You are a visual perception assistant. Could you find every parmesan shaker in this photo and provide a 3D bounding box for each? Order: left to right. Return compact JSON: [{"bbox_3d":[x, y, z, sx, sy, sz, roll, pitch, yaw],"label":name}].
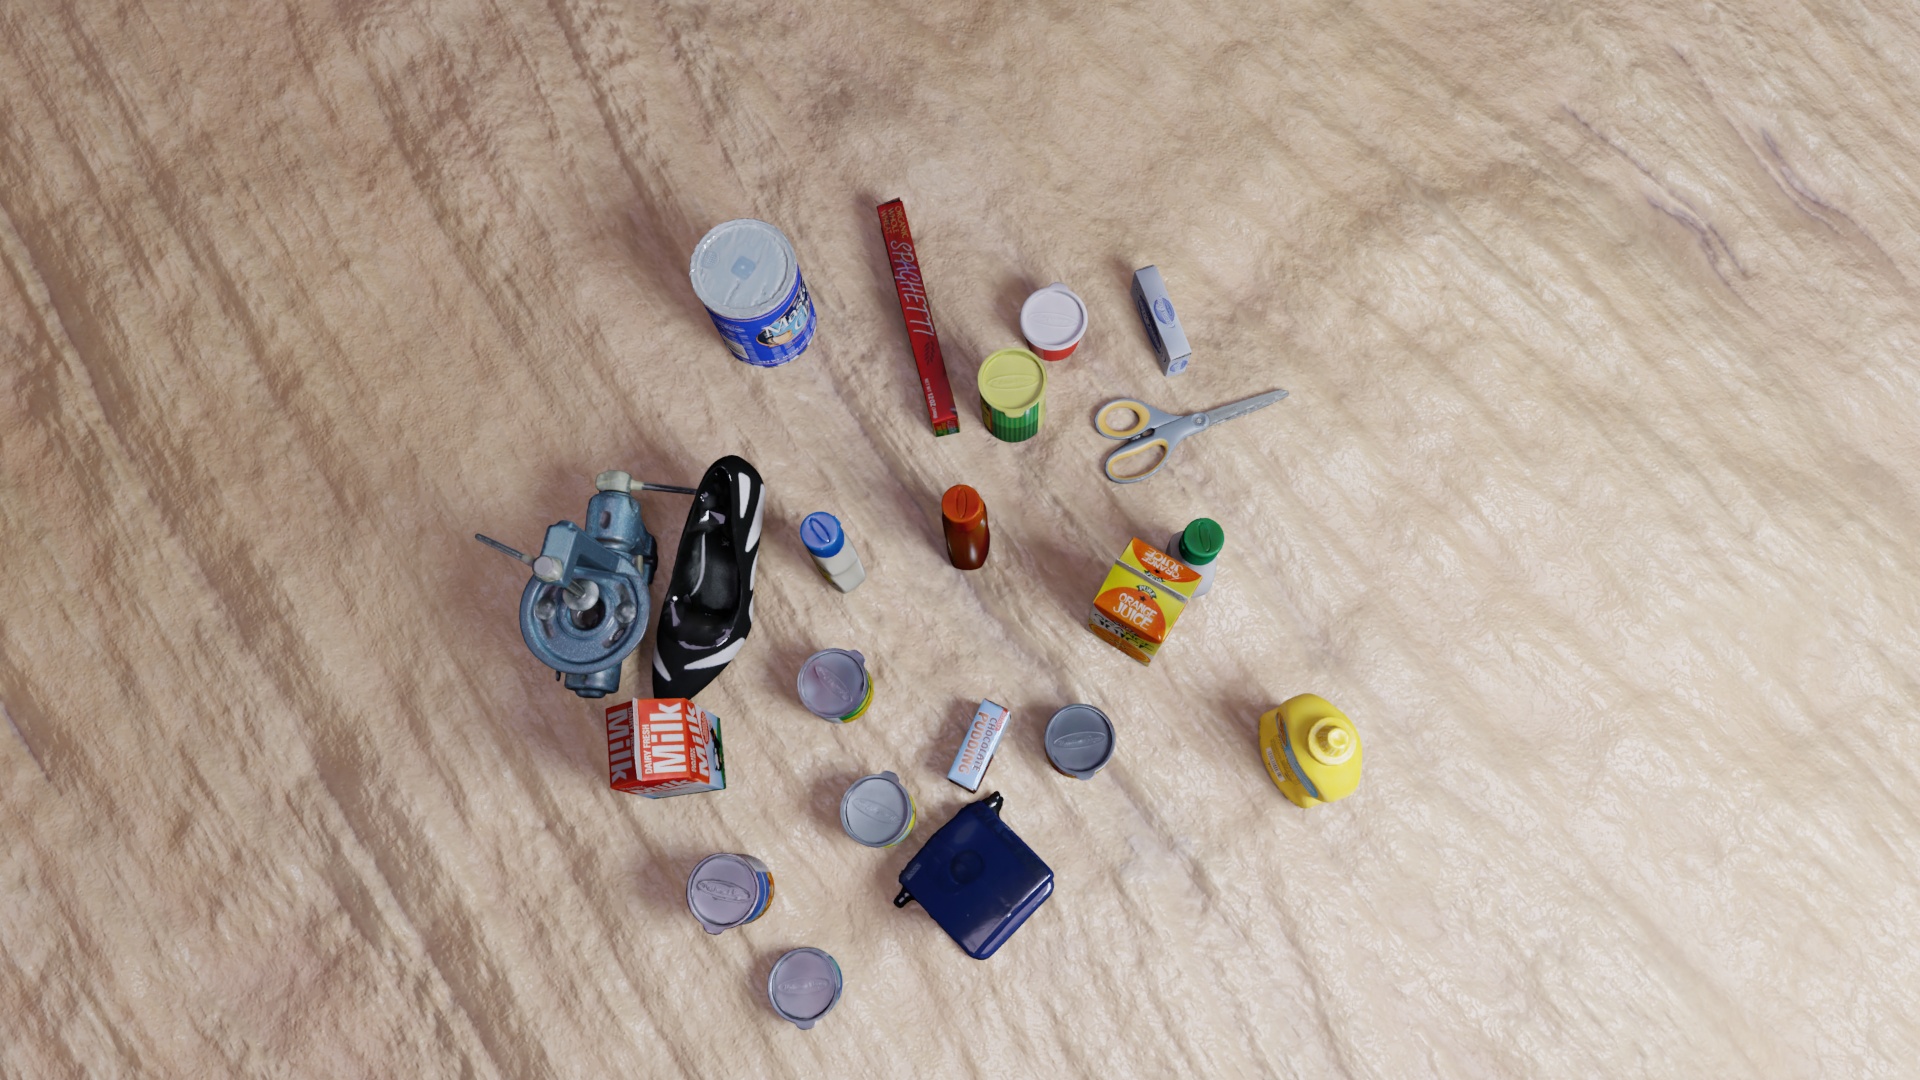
[{"bbox_3d":[0.051,-0.139,1.366,0.071,0.103,0.071,-1,76,2],"label":"parmesan shaker"}]

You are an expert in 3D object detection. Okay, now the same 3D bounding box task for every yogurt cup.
[{"bbox_3d":[0.094,-0.216,1.410,0.072,0.054,0.072,-1,76,2],"label":"yogurt cup"}]

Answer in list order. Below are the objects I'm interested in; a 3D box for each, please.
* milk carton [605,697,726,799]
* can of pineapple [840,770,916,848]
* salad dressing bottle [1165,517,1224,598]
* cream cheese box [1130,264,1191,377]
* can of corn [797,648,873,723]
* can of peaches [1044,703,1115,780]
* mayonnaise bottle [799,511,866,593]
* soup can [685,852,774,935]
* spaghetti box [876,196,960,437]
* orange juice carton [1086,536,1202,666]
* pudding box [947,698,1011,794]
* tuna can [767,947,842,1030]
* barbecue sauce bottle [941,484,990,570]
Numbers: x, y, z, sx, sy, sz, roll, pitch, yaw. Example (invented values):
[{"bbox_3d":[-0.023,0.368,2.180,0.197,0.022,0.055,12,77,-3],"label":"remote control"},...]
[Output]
[{"bbox_3d":[-0.268,0.188,1.253,0.073,0.190,0.072,-8,76,1],"label":"milk carton"},{"bbox_3d":[-0.075,0.252,1.297,0.071,0.057,0.071,-1,76,2],"label":"can of pineapple"},{"bbox_3d":[0.218,0.014,1.298,0.044,0.147,0.064,-10,76,0],"label":"salad dressing bottle"},{"bbox_3d":[0.203,-0.222,1.406,0.024,0.053,0.104,-19,76,-2],"label":"cream cheese box"},{"bbox_3d":[-0.116,0.138,1.327,0.071,0.058,0.071,-1,76,2],"label":"can of corn"},{"bbox_3d":[0.111,0.192,1.304,0.071,0.058,0.071,-1,76,2],"label":"can of peaches"},{"bbox_3d":[-0.124,0.008,1.314,0.041,0.147,0.065,-38,78,-6],"label":"mayonnaise bottle"},{"bbox_3d":[-0.210,0.323,1.271,0.071,0.083,0.071,-1,76,2],"label":"soup can"},{"bbox_3d":[-0.043,-0.229,1.420,0.029,0.050,0.250,-14,76,-1],"label":"spaghetti box"},{"bbox_3d":[0.167,0.054,1.267,0.072,0.192,0.073,31,80,9],"label":"orange juice carton"},{"bbox_3d":[0.018,0.195,1.311,0.030,0.049,0.084,24,78,8],"label":"pudding box"},{"bbox_3d":[-0.141,0.410,1.273,0.071,0.032,0.071,-1,76,2],"label":"tuna can"},{"bbox_3d":[0.005,-0.016,1.314,0.044,0.148,0.065,0,76,3],"label":"barbecue sauce bottle"}]
